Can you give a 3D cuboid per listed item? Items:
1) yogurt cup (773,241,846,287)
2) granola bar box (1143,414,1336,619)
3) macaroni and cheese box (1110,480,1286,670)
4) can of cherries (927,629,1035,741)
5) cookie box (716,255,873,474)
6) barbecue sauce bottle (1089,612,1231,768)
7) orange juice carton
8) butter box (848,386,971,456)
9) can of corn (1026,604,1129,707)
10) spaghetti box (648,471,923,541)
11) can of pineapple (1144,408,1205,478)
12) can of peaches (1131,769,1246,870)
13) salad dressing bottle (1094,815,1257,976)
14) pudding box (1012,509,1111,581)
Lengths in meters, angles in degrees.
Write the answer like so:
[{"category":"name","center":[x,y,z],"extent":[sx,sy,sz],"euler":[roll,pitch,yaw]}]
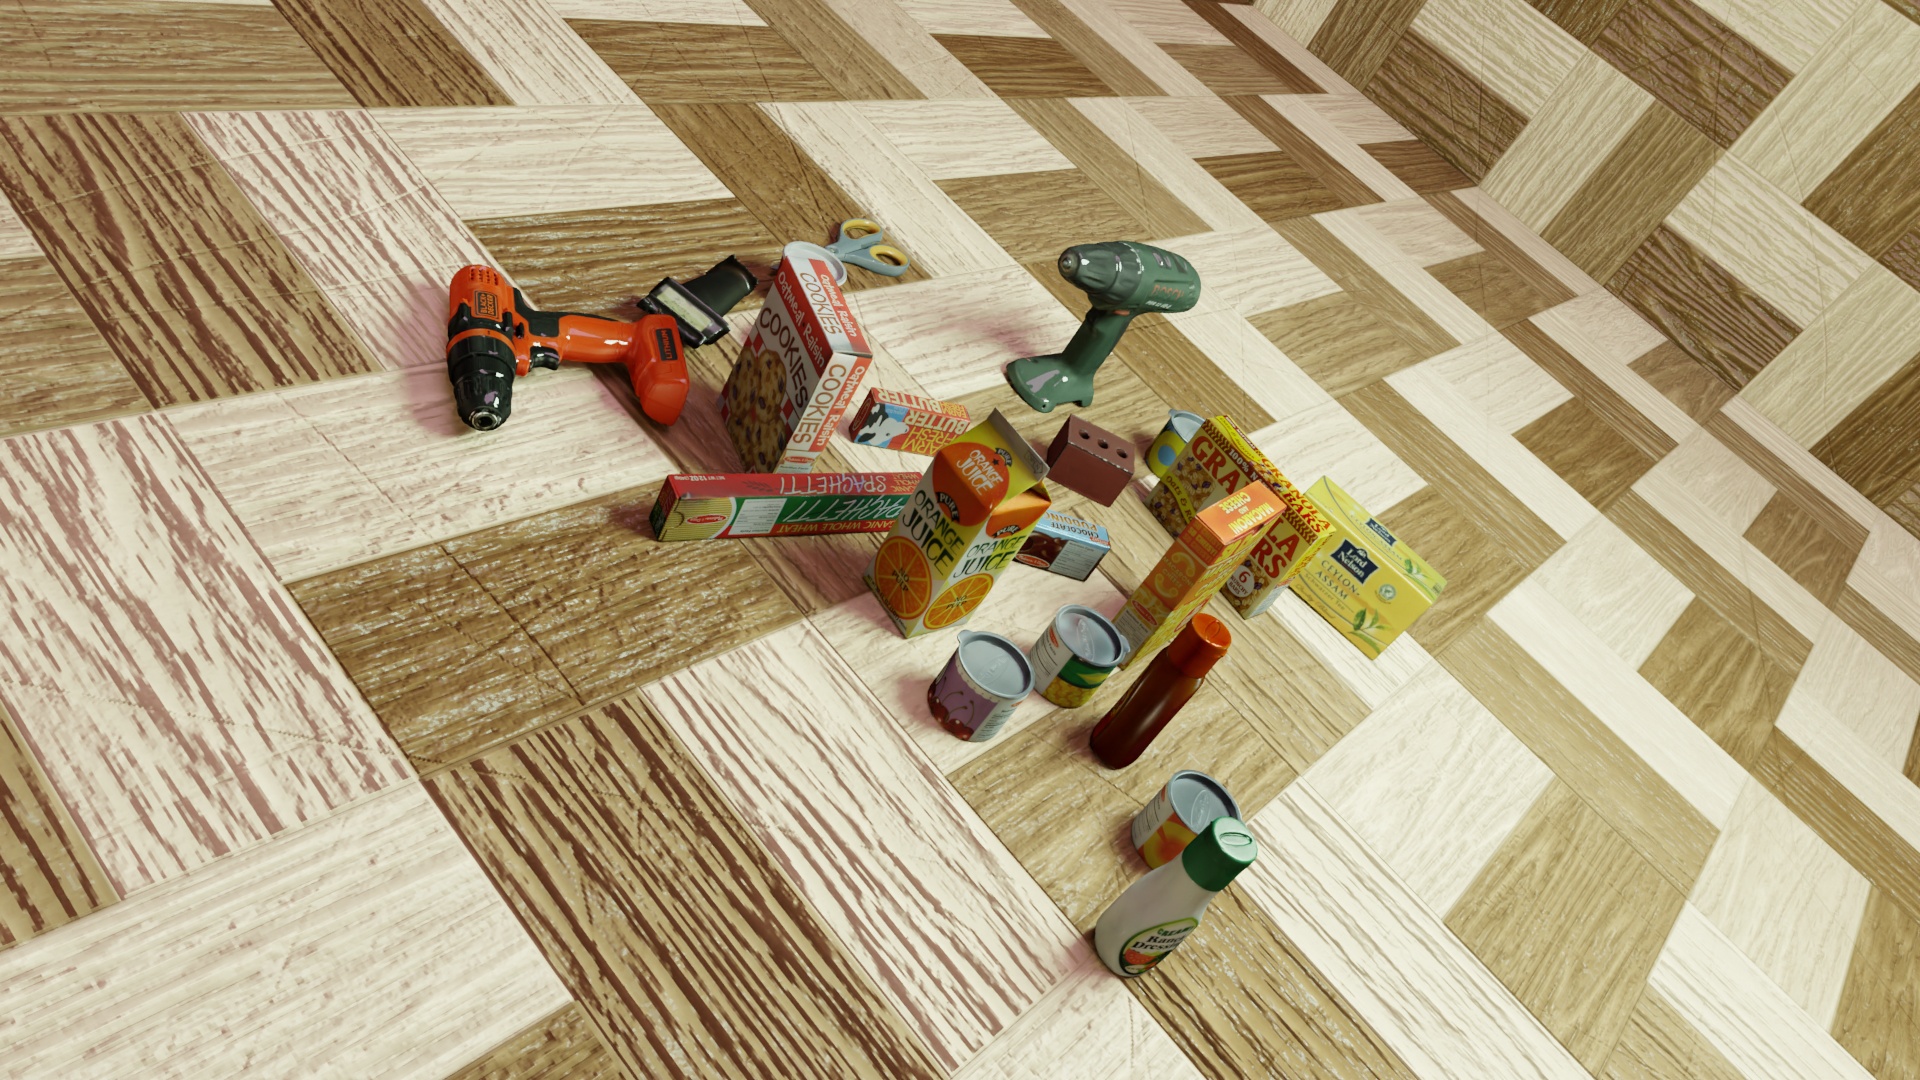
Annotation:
[{"category":"yogurt cup","center":[-0.154,-0.257,1.384],"extent":[0.072,0.053,0.073],"euler":[21,38,-17]},{"category":"granola bar box","center":[0.275,-0.024,1.380],"extent":[0.039,0.123,0.166],"euler":[-12,55,-45]},{"category":"macaroni and cheese box","center":[0.205,0.031,1.228],"extent":[0.040,0.165,0.124],"euler":[45,37,16]},{"category":"can of cherries","center":[0.014,0.112,1.081],"extent":[0.071,0.058,0.072],"euler":[21,38,-17]},{"category":"cookie box","center":[-0.140,-0.133,1.155],"extent":[0.040,0.166,0.123],"euler":[2,46,-36]},{"category":"barbecue sauce bottle","center":[0.161,0.119,1.108],"extent":[0.044,0.147,0.065],"euler":[41,36,10]},{"category":"orange juice carton","center":[0.004,-0.014,1.105],"extent":[0.073,0.191,0.072],"euler":[-11,55,-44]},{"category":"butter box","center":[-0.047,-0.109,1.295],"extent":[0.103,0.052,0.024],"euler":[8,43,-30]},{"category":"can of corn","center":[0.097,0.098,1.160],"extent":[0.071,0.058,0.071],"euler":[21,38,-17]},{"category":"spaghetti box","center":[-0.132,-0.029,1.141],"extent":[0.251,0.050,0.029],"euler":[-3,49,-39]},{"category":"can of pineapple","center":[0.239,-0.099,1.496],"extent":[0.071,0.057,0.071],"euler":[21,38,-17]},{"category":"can of peaches","center":[0.176,0.223,1.076],"extent":[0.071,0.057,0.071],"euler":[21,38,-17]},{"category":"salad dressing bottle","center":[0.147,0.244,0.953],"extent":[0.064,0.147,0.044],"euler":[9,42,-30]},{"category":"pudding box","center":[0.090,0.003,1.272],"extent":[0.084,0.049,0.030],"euler":[16,39,-22]}]
